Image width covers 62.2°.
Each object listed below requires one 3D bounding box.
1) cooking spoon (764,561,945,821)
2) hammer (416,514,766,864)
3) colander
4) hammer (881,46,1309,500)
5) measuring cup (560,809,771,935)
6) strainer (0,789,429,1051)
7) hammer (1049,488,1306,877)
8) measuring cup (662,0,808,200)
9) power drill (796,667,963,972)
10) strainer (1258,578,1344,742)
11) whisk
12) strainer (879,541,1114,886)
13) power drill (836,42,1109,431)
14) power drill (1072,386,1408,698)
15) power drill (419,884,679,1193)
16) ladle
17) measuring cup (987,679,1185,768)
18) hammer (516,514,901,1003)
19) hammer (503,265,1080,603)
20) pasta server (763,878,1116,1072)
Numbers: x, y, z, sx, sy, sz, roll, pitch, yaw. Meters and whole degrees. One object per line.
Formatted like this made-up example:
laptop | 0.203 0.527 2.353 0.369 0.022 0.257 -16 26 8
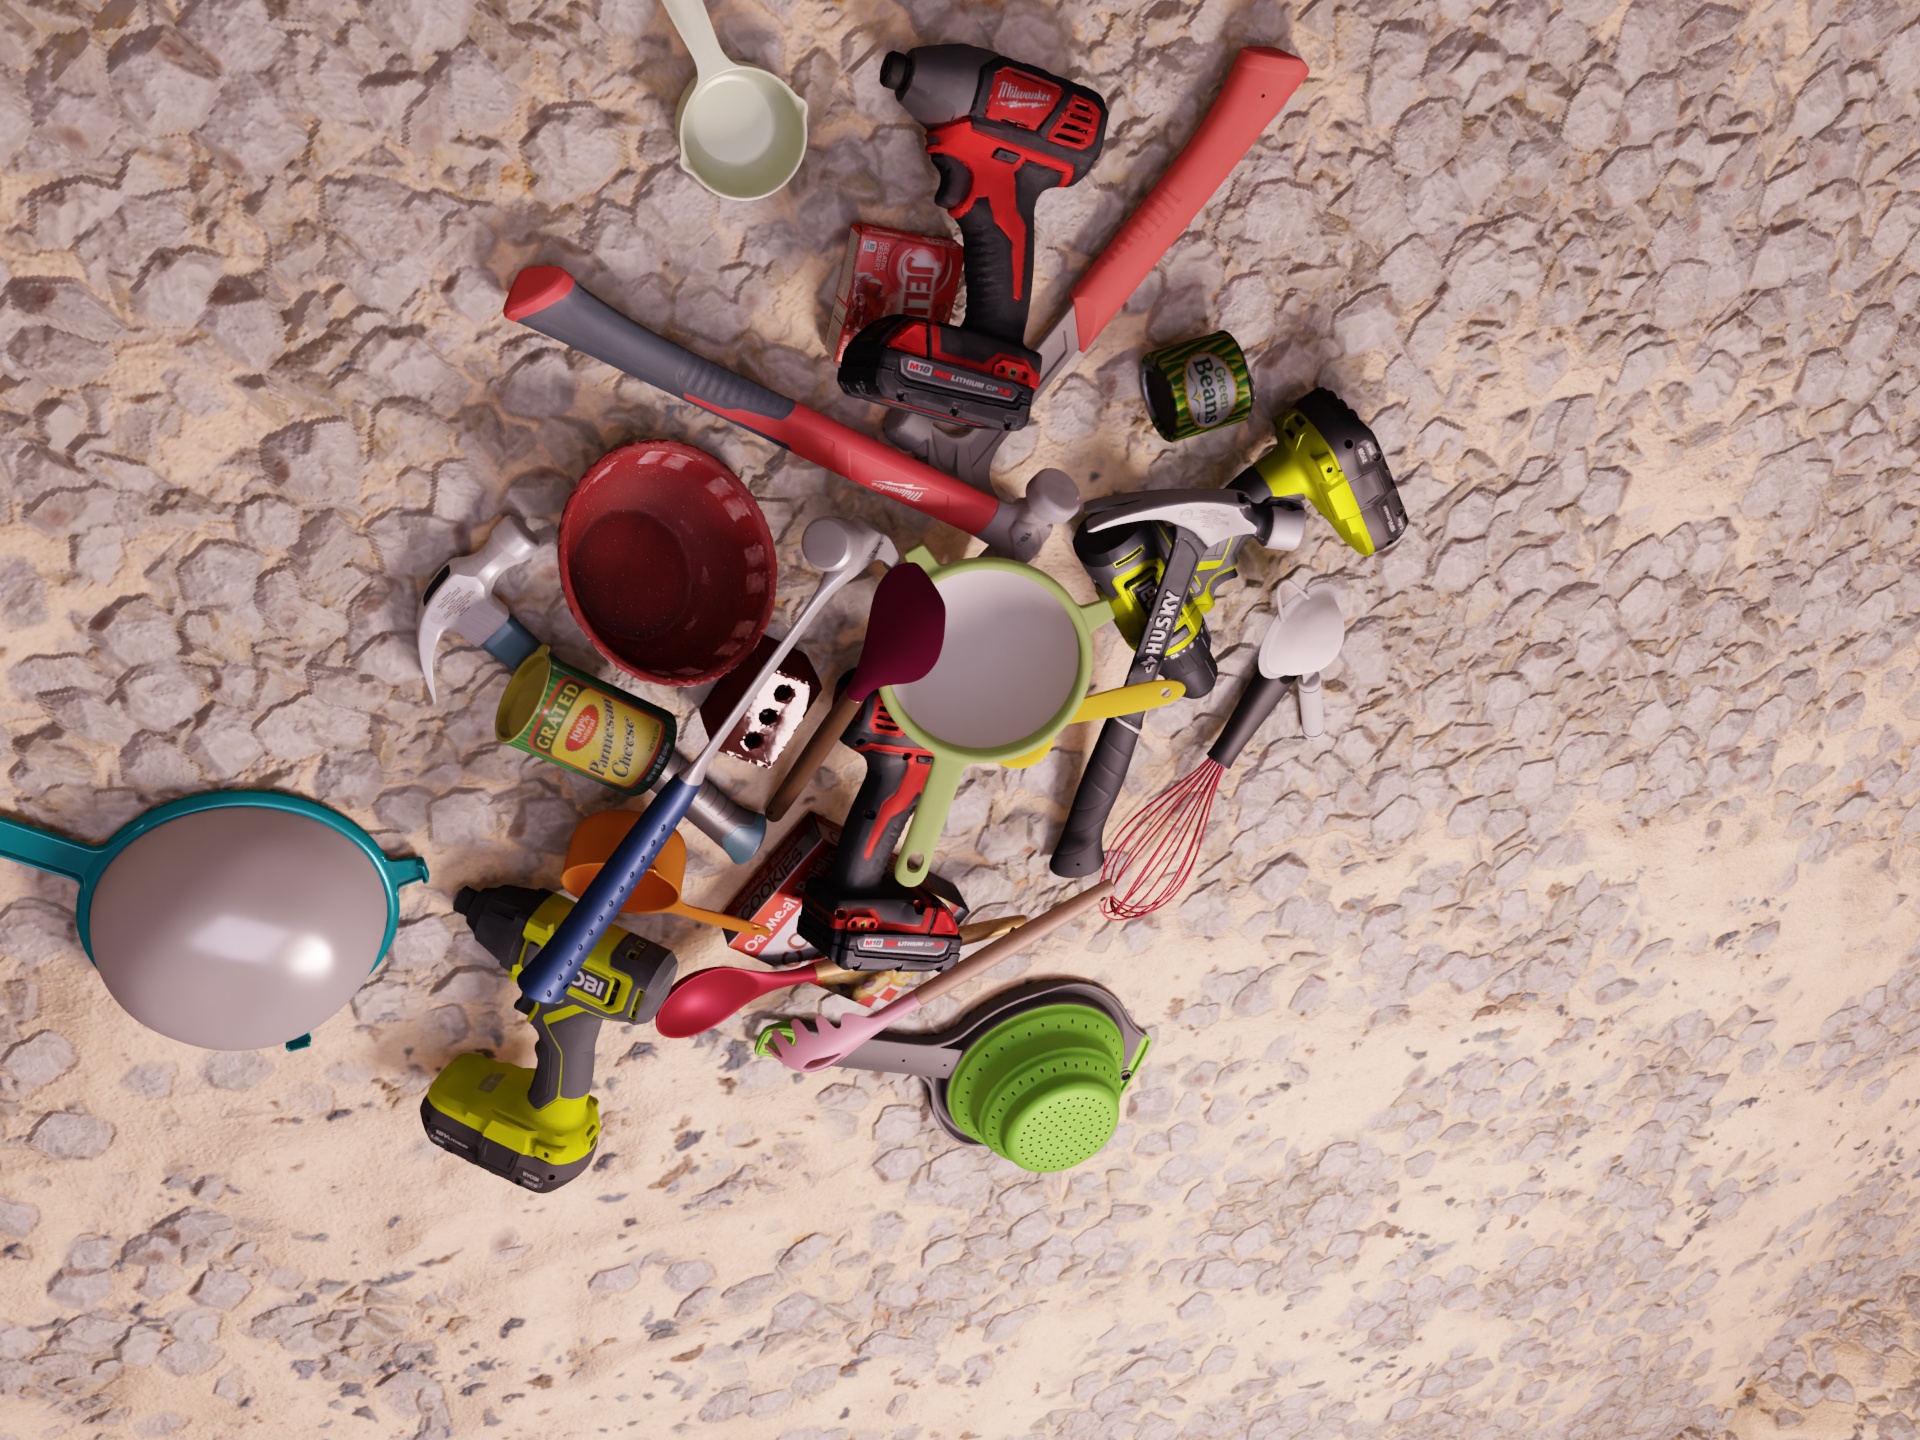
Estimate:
cooking spoon | -0.083 -0.006 1.118 0.017 0.069 0.318 -22 162 -36
hammer | -0.250 0.002 1.137 0.128 0.033 0.330 -39 127 6
colander | 0.009 0.328 1.417 0.396 0.095 0.204 13 116 -28
hammer | 0.109 -0.294 1.080 0.149 0.037 0.359 30 108 -34
measuring cup | -0.214 0.117 1.198 0.173 0.052 0.095 24 145 -32
strainer | -0.546 0.134 1.069 0.340 0.095 0.211 28 109 -35
hammer | 0.127 -0.014 1.214 0.149 0.036 0.408 7 135 -8
measuring cup | -0.148 -0.385 0.918 0.083 0.038 0.167 -28 126 -2
power drill | -0.025 0.074 1.222 0.187 0.080 0.226 7 100 -34
strainer | 0.281 -0.035 1.271 0.087 0.050 0.258 -42 153 -6
whisk | 0.206 0.050 1.337 0.073 0.073 0.296 24 104 -32
strainer | -0.002 -0.004 1.139 0.151 0.069 0.256 15 111 -11
power drill | 0.000 -0.298 0.979 0.143 0.079 0.219 11 97 -25
power drill | 0.216 -0.127 1.209 0.228 0.080 0.190 -33 132 5
power drill | -0.326 0.236 1.214 0.171 0.080 0.223 24 114 3
ladle | -0.092 0.196 1.281 0.315 0.031 0.069 -11 133 -18
measuring cup | 0.090 -0.003 1.170 0.156 0.029 0.062 -13 110 6
hammer | -0.173 0.030 1.073 0.035 0.144 0.405 39 104 8
hammer | -0.117 -0.185 1.048 0.386 0.038 0.143 22 142 -25
pasta server | -0.015 0.207 1.305 0.316 0.040 0.060 -30 150 2
